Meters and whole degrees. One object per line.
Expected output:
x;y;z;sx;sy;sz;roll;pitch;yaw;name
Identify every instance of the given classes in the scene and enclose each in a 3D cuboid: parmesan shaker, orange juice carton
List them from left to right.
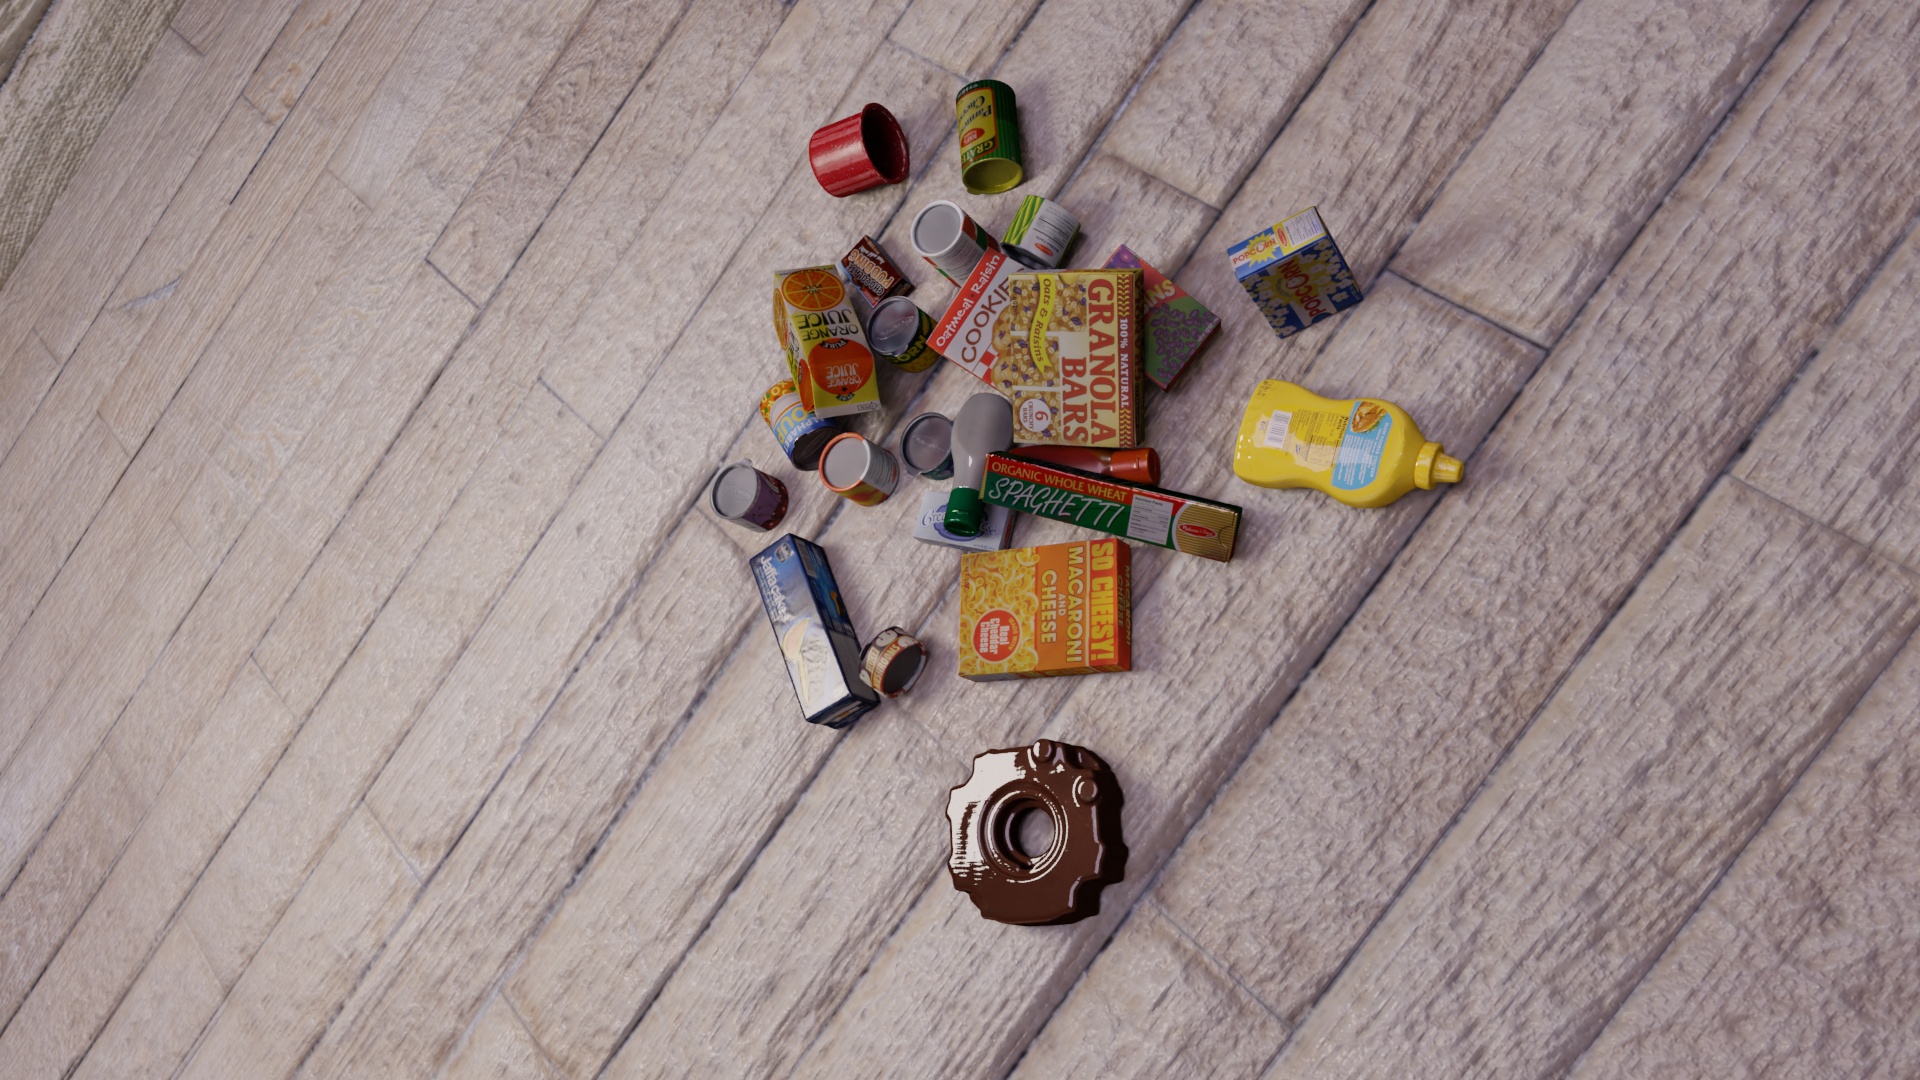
-0.145;-0.204;1.493;0.072;0.072;0.193;-11;54;-17;orange juice carton
0.029;-0.435;1.500;0.071;0.071;0.103;-15;68;25;parmesan shaker

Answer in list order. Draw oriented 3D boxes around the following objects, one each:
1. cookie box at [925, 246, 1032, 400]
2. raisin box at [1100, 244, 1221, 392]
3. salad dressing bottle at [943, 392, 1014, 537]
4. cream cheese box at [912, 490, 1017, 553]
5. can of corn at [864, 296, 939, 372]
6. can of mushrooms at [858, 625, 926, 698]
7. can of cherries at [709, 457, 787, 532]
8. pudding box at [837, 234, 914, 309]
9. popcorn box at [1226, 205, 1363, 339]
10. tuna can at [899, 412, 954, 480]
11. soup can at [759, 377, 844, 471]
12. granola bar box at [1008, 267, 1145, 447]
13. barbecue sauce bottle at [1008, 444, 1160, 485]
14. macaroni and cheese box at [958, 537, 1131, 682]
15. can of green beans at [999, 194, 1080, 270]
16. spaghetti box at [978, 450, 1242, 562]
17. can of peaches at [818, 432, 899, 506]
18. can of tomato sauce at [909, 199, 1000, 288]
0.061;-0.212;1.428;0.168;0.040;0.123;36;94;31;cookie box
0.176;-0.213;1.337;0.123;0.040;0.086;40;96;10;raisin box
0.015;-0.076;1.388;0.064;0.043;0.148;13;64;3;salad dressing bottle
0.005;-0.018;1.409;0.104;0.024;0.053;9;78;31;cream cheese box
-0.058;-0.217;1.485;0.071;0.058;0.071;-9;71;27;can of corn
-0.068;0.121;1.380;0.033;0.071;0.071;32;92;31;can of mushrooms
-0.231;-0.049;1.532;0.071;0.058;0.071;-9;70;28;can of cherries
-0.095;-0.295;1.547;0.049;0.030;0.084;-44;59;12;pudding box
0.302;-0.239;1.250;0.085;0.126;0.038;-26;61;21;popcorn box
-0.029;-0.095;1.446;0.071;0.033;0.071;-9;71;27;tuna can
-0.174;-0.128;1.516;0.071;0.071;0.084;-42;59;12;soup can
0.111;-0.173;1.319;0.124;0.039;0.165;4;106;23;granola bar box
0.118;-0.065;1.349;0.148;0.043;0.065;-5;79;28;barbecue sauce bottle
0.081;0.068;1.331;0.166;0.040;0.124;-7;72;28;macaroni and cheese box
0.082;-0.315;1.432;0.071;0.071;0.058;28;89;33;can of green beans
0.138;-0.034;1.301;0.250;0.029;0.050;15;106;21;spaghetti box
-0.110;-0.074;1.471;0.071;0.058;0.071;-9;71;27;can of peaches
-0.007;-0.315;1.472;0.071;0.083;0.071;-9;72;27;can of tomato sauce
